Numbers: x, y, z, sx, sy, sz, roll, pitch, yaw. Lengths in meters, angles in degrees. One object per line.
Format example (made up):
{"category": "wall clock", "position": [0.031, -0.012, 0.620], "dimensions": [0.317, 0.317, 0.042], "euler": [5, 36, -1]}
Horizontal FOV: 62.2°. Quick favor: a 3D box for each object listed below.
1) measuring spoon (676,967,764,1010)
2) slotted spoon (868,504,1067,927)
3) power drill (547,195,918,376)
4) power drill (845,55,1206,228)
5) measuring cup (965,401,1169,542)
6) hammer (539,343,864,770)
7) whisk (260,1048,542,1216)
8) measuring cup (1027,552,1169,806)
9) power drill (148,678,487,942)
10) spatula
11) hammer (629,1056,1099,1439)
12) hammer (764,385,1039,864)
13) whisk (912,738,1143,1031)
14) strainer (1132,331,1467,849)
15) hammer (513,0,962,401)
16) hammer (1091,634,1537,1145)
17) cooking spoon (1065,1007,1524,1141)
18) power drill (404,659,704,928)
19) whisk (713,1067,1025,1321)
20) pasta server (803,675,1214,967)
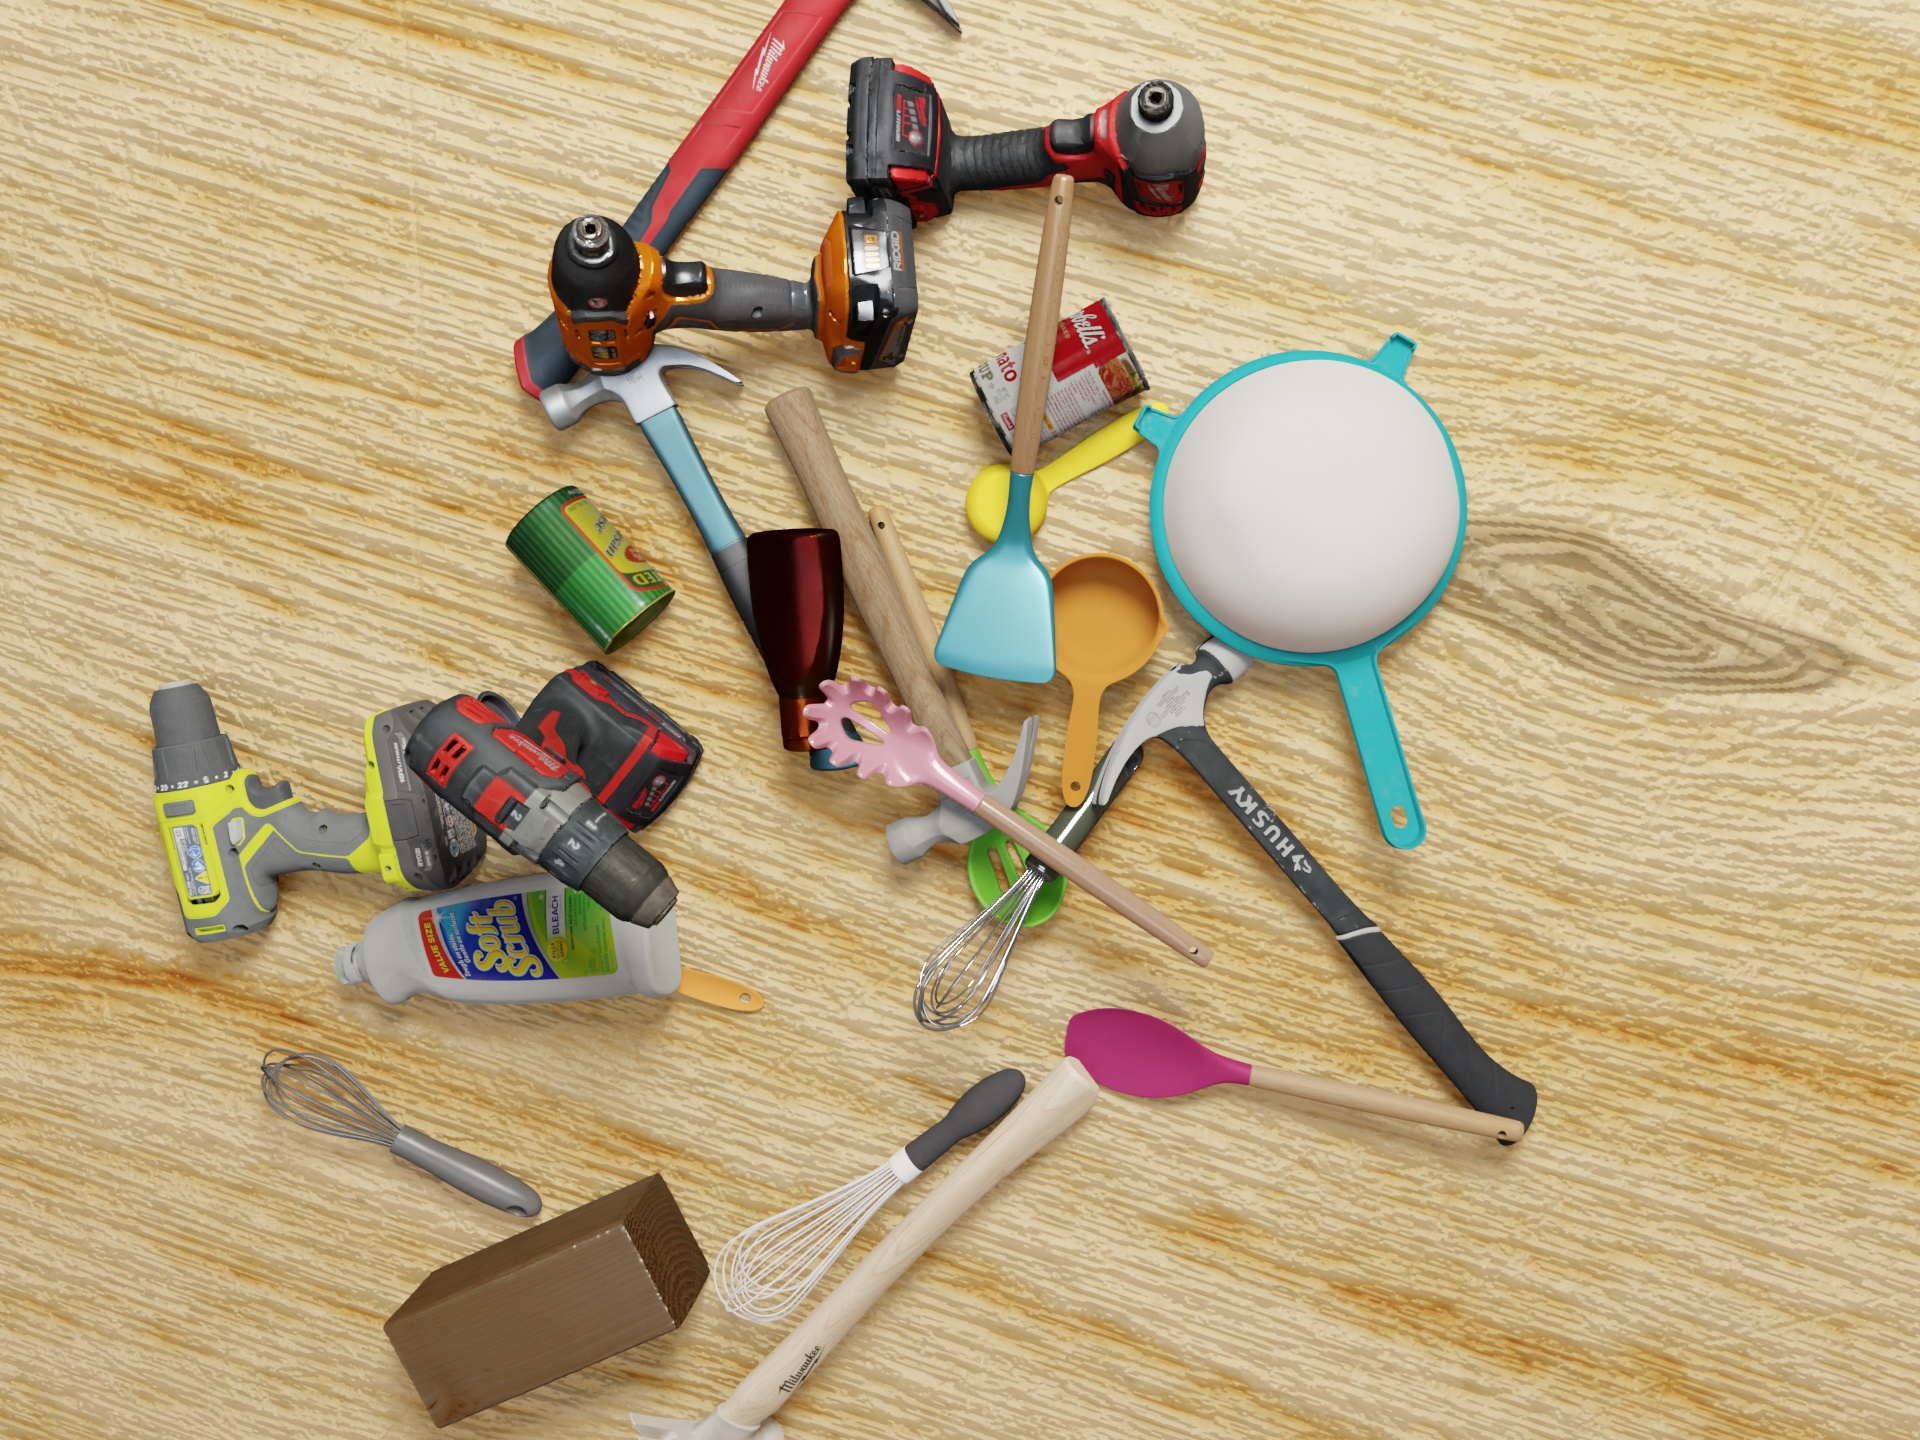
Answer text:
{"category": "measuring spoon", "position": [-0.201, 0.194, 1.181], "dimensions": [0.117, 0.011, 0.021], "euler": [17, 89, 0]}
{"category": "slotted spoon", "position": [-0.002, -0.004, 1.119], "dimensions": [0.070, 0.031, 0.314], "euler": [-21, 94, 8]}
{"category": "power drill", "position": [-0.144, -0.276, 1.004], "dimensions": [0.226, 0.164, 0.084], "euler": [-4, 82, -8]}
{"category": "power drill", "position": [0.044, -0.363, 1.000], "dimensions": [0.219, 0.143, 0.078], "euler": [2, 91, 8]}
{"category": "measuring cup", "position": [0.073, -0.173, 1.082], "dimensions": [0.156, 0.029, 0.062], "euler": [-30, 94, 11]}
{"category": "hammer", "position": [-0.156, -0.109, 1.110], "dimensions": [0.128, 0.033, 0.331], "euler": [-28, 97, 0]}
{"category": "whisk", "position": [-0.424, 0.315, 1.206], "dimensions": [0.239, 0.055, 0.055], "euler": [29, 101, -3]}
{"category": "measuring cup", "position": [0.090, -0.029, 1.090], "dimensions": [0.095, 0.052, 0.173], "euler": [8, 99, 6]}
{"category": "power drill", "position": [-0.477, 0.053, 1.156], "dimensions": [0.228, 0.080, 0.190], "euler": [-8, 98, 10]}
{"category": "spatula", "position": [0.043, -0.181, 1.011], "dimensions": [0.082, 0.044, 0.317], "euler": [11, 114, 8]}
{"category": "hammer", "position": [-0.060, 0.392, 1.147], "dimensions": [0.410, 0.146, 0.038], "euler": [-46, 48, 6]}
{"category": "hammer", "position": [-0.050, -0.073, 1.092], "dimensions": [0.130, 0.031, 0.331], "euler": [-24, 91, 18]}
{"category": "whisk", "position": [0.049, 0.109, 1.090], "dimensions": [0.246, 0.059, 0.057], "euler": [-52, 133, -11]}
{"category": "strainer", "position": [0.248, -0.080, 1.018], "dimensions": [0.211, 0.095, 0.340], "euler": [-16, 88, 1]}
{"category": "hammer", "position": [-0.166, -0.365, 1.076], "dimensions": [0.143, 0.038, 0.386], "euler": [39, 101, -2]}
{"category": "hammer", "position": [0.258, 0.135, 1.095], "dimensions": [0.149, 0.036, 0.409], "euler": [-42, 95, -7]}
{"category": "cooking spoon", "position": [0.230, 0.255, 1.119], "dimensions": [0.319, 0.017, 0.068], "euler": [10, 110, 13]}
{"category": "power drill", "position": [-0.243, 0.047, 1.050], "dimensions": [0.188, 0.227, 0.080], "euler": [39, 101, 0]}
{"category": "whisk", "position": [-0.064, 0.346, 1.167], "dimensions": [0.284, 0.070, 0.070], "euler": [-38, 93, 6]}
{"category": "pasta server", "position": [0.035, 0.072, 1.056], "dimensions": [0.316, 0.040, 0.060], "euler": [34, 96, 2]}
